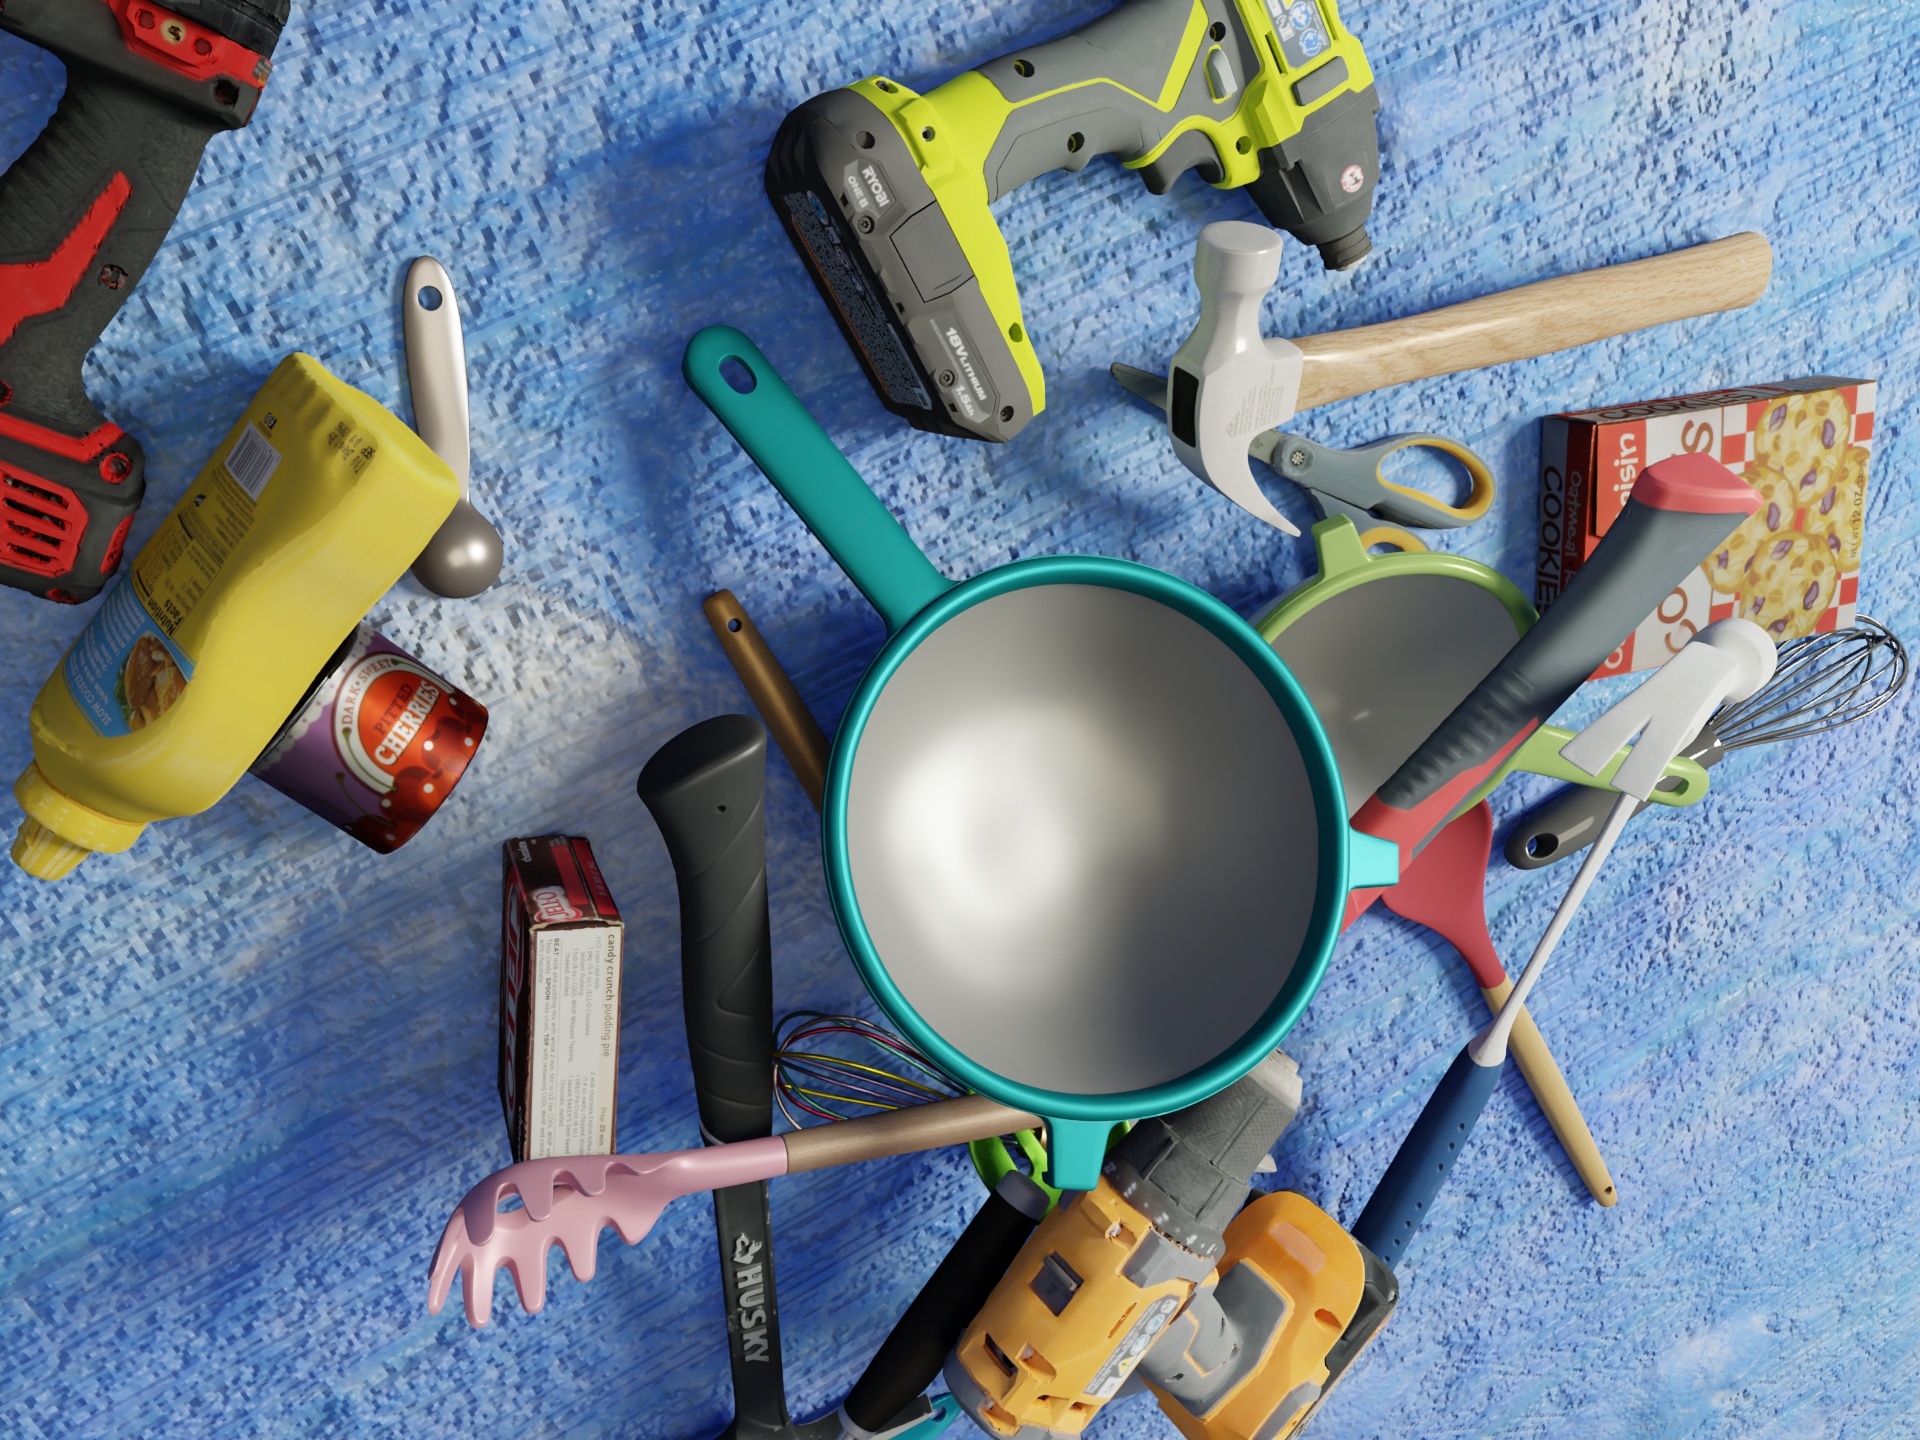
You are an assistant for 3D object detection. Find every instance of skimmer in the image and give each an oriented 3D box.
[{"bbox_3d":[-0.101,0.321,0.650,0.090,0.127,0.363,37,88,-8],"label":"skimmer"}]

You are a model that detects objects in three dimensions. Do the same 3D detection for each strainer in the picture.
[{"bbox_3d":[0.222,-0.009,0.717,0.256,0.069,0.151,13,120,-20],"label":"strainer"},{"bbox_3d":[-0.001,-0.002,0.624,0.211,0.095,0.340,-40,92,-20],"label":"strainer"}]

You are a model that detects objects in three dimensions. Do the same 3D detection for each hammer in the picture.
[{"bbox_3d":[0.197,0.052,0.686,0.143,0.038,0.386,27,114,-26],"label":"hammer"},{"bbox_3d":[0.226,-0.163,0.674,0.331,0.031,0.130,-17,132,-25],"label":"hammer"},{"bbox_3d":[-0.083,0.178,0.636,0.149,0.036,0.408,-10,123,-18],"label":"hammer"},{"bbox_3d":[0.239,0.144,0.720,0.144,0.035,0.405,-22,137,-46],"label":"hammer"}]

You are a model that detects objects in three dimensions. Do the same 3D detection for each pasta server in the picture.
[{"bbox_3d":[-0.040,0.167,0.605,0.316,0.040,0.060,-5,133,-24],"label":"pasta server"}]

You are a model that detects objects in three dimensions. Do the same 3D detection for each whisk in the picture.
[{"bbox_3d":[0.378,0.014,0.806,0.239,0.055,0.055,-29,113,-6],"label":"whisk"},{"bbox_3d":[0.011,0.183,0.726,0.244,0.051,0.047,24,117,-29],"label":"whisk"}]

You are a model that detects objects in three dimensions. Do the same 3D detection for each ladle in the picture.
[{"bbox_3d":[0.285,0.150,0.820,0.069,0.031,0.315,-36,116,-5],"label":"ladle"}]

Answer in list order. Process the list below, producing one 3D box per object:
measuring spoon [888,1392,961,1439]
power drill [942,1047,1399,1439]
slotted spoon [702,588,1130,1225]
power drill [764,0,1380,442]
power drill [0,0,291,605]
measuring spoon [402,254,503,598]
[{"bbox_3d":[-0.055,0.359,0.765,0.128,0.021,0.042,-28,113,-21],"label":"measuring spoon"},{"bbox_3d":[0.112,0.234,0.689,0.185,0.084,0.226,-53,138,1],"label":"power drill"},{"bbox_3d":[-0.020,0.081,0.663,0.070,0.031,0.313,-34,104,-14],"label":"slotted spoon"},{"bbox_3d":[0.055,-0.208,0.604,0.223,0.080,0.171,-35,114,-11],"label":"power drill"},{"bbox_3d":[-0.305,-0.156,0.487,0.143,0.079,0.219,20,101,-24],"label":"power drill"},{"bbox_3d":[-0.187,-0.104,0.575,0.034,0.018,0.124,-7,107,-18],"label":"measuring spoon"}]
